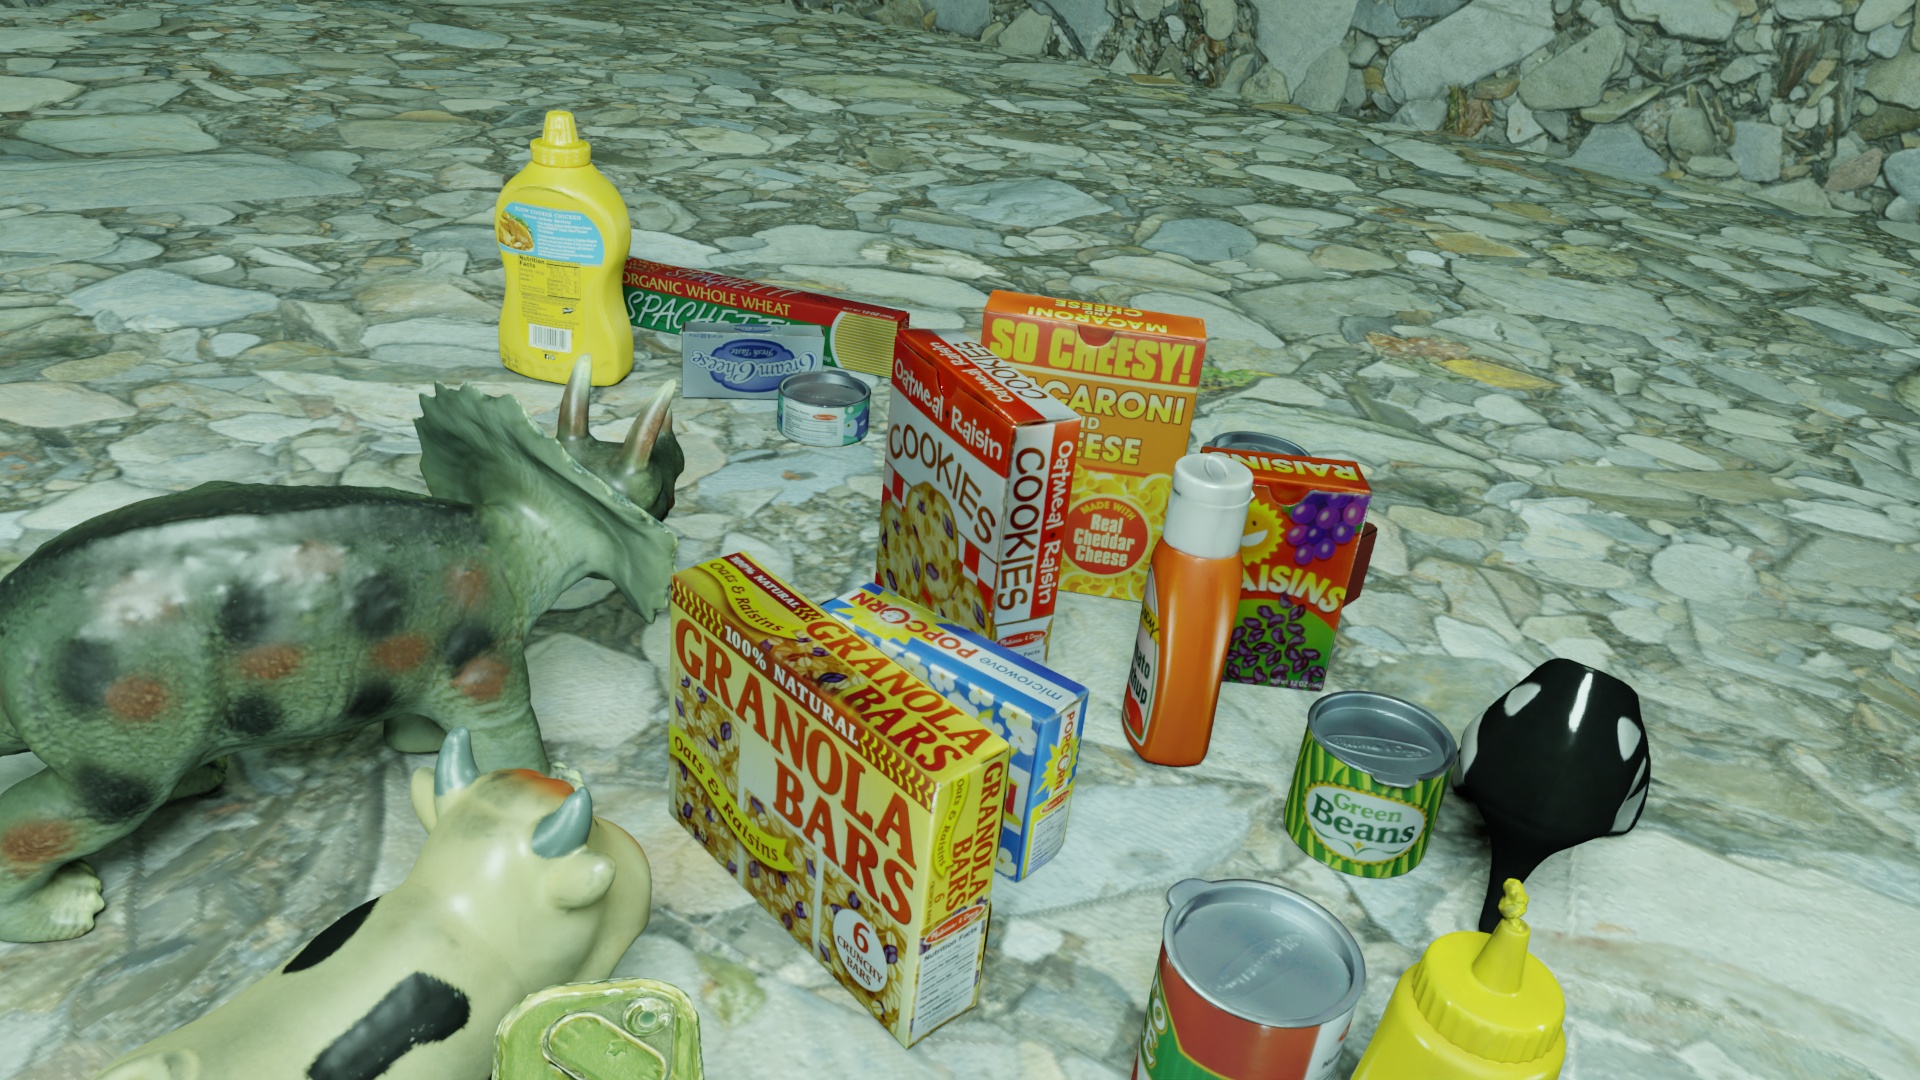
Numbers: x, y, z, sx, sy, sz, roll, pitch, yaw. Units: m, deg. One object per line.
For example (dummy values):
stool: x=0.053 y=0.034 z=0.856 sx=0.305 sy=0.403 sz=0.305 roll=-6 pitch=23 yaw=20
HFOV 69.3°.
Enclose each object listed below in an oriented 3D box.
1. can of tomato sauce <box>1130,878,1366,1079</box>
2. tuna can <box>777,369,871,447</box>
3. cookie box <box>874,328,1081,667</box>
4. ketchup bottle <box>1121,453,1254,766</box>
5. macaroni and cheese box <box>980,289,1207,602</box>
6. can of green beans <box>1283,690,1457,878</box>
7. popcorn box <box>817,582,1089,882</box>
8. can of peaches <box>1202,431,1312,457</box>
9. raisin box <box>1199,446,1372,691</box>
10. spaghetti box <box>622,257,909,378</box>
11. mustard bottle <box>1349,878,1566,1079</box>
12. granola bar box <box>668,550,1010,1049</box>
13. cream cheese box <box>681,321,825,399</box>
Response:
can of tomato sauce: x=0.094 y=0.169 z=0.475 sx=0.071 sy=0.082 sz=0.071 roll=5 pitch=27 yaw=-3
tuna can: x=-0.097 y=-0.095 z=0.990 sx=0.071 sy=0.032 sz=0.071 roll=5 pitch=28 yaw=-3
cookie box: x=0.003 y=-0.009 z=0.703 sx=0.040 sy=0.166 sz=0.123 roll=-9 pitch=31 yaw=-28
ketchup bottle: x=0.110 y=0.032 z=0.667 sx=0.043 sy=0.148 sz=0.065 roll=4 pitch=27 yaw=-5
macaroni and cheese box: x=0.067 y=-0.051 z=0.798 sx=0.124 sy=0.165 sz=0.040 roll=8 pitch=27 yaw=4
can of green beans: x=0.185 y=0.110 z=0.632 sx=0.071 sy=0.057 sz=0.071 roll=5 pitch=27 yaw=-3
popcorn box: x=-0.009 y=0.082 z=0.615 sx=0.127 sy=0.084 sz=0.038 roll=24 pitch=32 yaw=30
can of peaches: x=0.188 y=-0.032 z=0.904 sx=0.071 sy=0.057 sz=0.071 roll=5 pitch=27 yaw=-3
raisin box: x=0.159 y=0.016 z=0.736 sx=0.086 sy=0.122 sz=0.040 roll=7 pitch=27 yaw=1
spaghetti box: x=-0.164 y=-0.181 z=1.121 sx=0.250 sy=0.050 sz=0.029 roll=13 pitch=28 yaw=12
mustard bottle: x=0.143 y=0.166 z=0.408 sx=0.065 sy=0.159 sz=0.049 roll=-18 pitch=36 yaw=-38
granola bar box: x=-0.054 y=0.094 z=0.541 sx=0.039 sy=0.123 sz=0.166 roll=-18 pitch=36 yaw=-39
cream cheese box: x=-0.153 y=-0.132 z=1.027 sx=0.104 sy=0.053 sz=0.024 roll=0 pitch=28 yaw=-12
